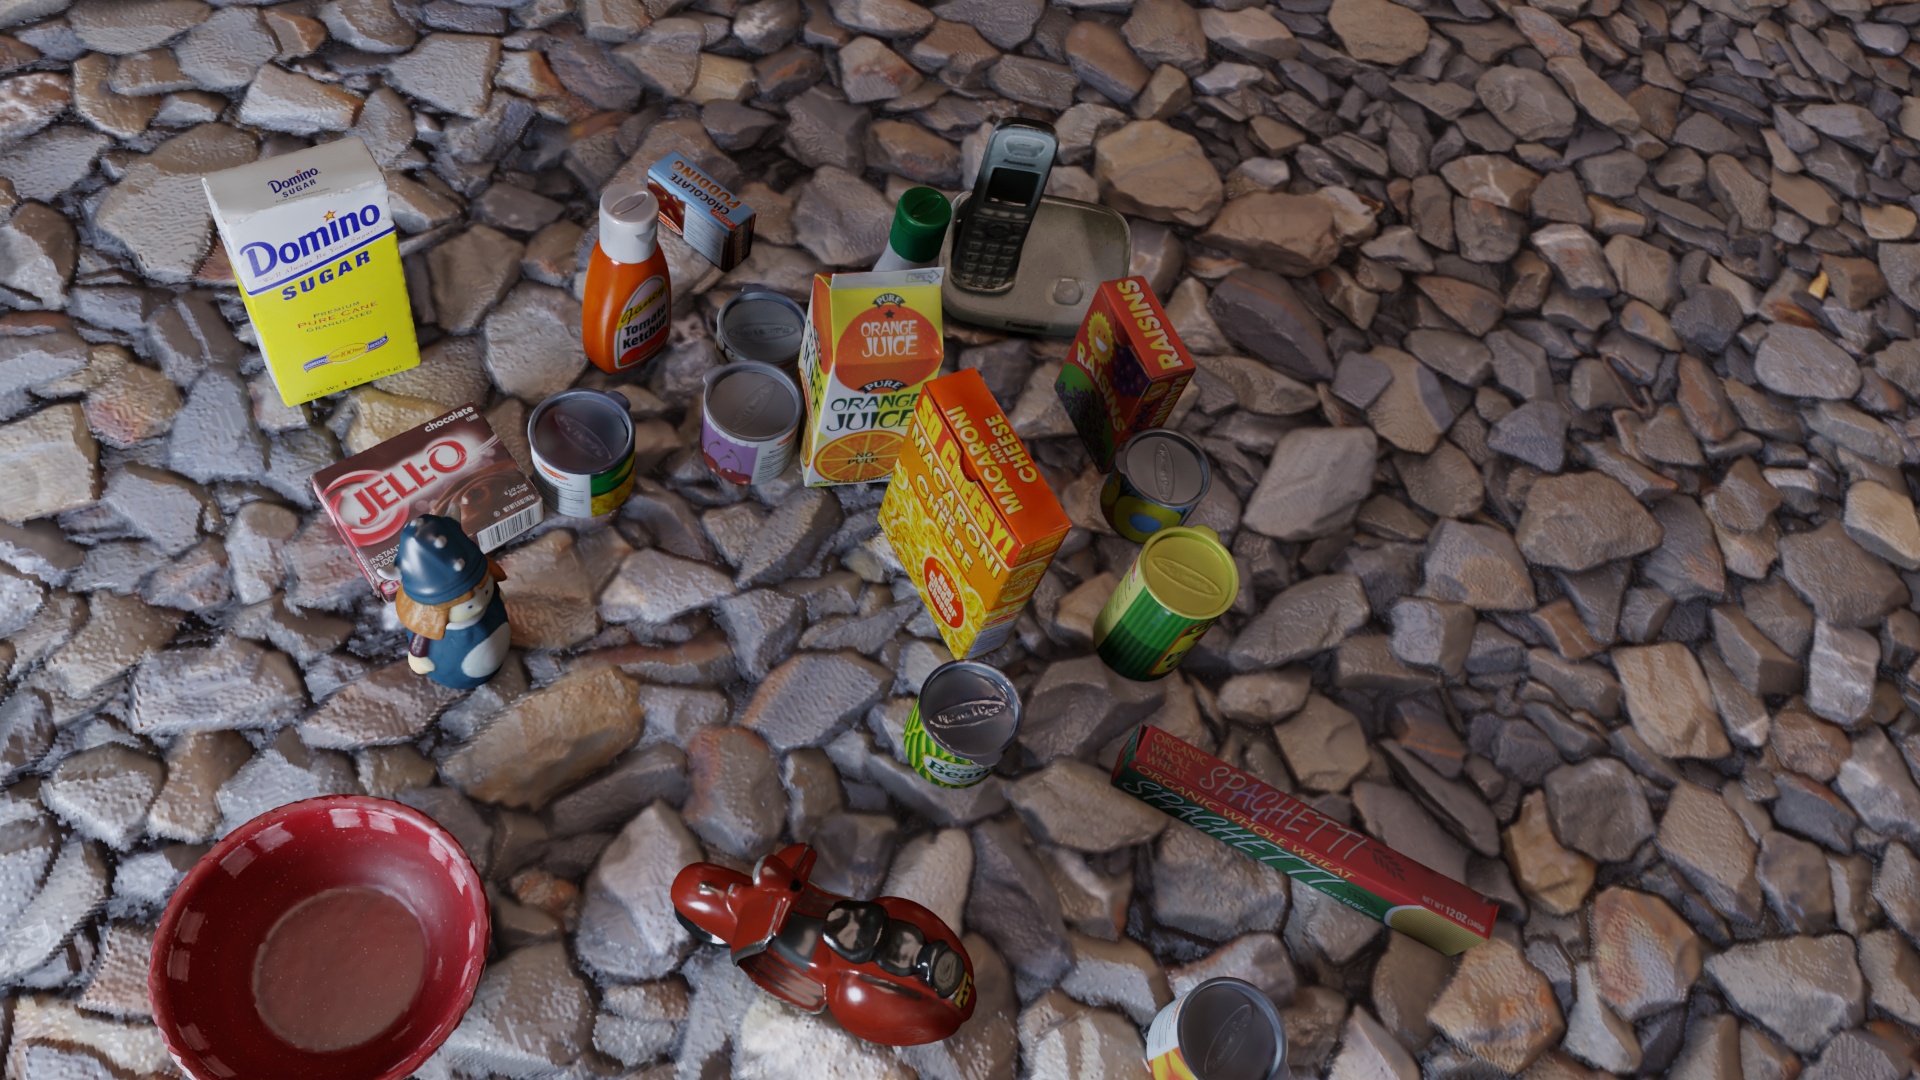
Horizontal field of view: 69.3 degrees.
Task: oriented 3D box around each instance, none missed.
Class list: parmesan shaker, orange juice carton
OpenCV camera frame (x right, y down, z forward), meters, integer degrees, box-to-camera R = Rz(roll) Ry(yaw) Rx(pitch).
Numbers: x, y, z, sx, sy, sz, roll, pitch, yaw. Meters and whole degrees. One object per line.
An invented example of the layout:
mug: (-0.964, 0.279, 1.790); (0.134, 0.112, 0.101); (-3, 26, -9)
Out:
parmesan shaker: (0.136, 0.042, 0.921); (0.071, 0.102, 0.071); (6, 60, -10)
orange juice carton: (-0.062, -0.115, 0.910); (0.072, 0.191, 0.073); (-5, 63, -17)

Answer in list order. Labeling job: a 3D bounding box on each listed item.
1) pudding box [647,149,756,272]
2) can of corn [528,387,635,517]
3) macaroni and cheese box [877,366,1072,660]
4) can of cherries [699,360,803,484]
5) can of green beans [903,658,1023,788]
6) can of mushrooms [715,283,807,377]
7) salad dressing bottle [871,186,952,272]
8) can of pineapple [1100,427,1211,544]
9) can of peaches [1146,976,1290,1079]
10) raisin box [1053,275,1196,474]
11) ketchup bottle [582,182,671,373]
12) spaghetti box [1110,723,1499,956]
pudding box: (-0.194, -0.246, 1.036); (0.084, 0.049, 0.030); (38, 59, 9)
can of corn: (-0.245, -0.058, 0.910); (0.071, 0.058, 0.071); (6, 60, -10)
macaroni and cheese box: (0.003, -0.011, 0.881); (0.040, 0.165, 0.124); (-21, 68, -23)
can of cherries: (-0.145, -0.082, 0.949); (0.071, 0.058, 0.072); (6, 60, -10)
can of green beans: (0.001, 0.116, 0.871); (0.071, 0.057, 0.071); (6, 60, -10)
can of mushrooms: (-0.143, -0.148, 1.002); (0.071, 0.033, 0.071); (6, 60, -10)
salad dressing bottle: (-0.039, -0.187, 0.983); (0.044, 0.147, 0.064); (43, 60, 12)
can of pineapple: (0.137, -0.039, 0.994); (0.071, 0.057, 0.071); (6, 60, -10)
can of peaches: (0.149, 0.295, 0.805); (0.071, 0.057, 0.071); (6, 60, -10)
raisin box: (0.115, -0.117, 0.995); (0.040, 0.122, 0.086); (-15, 66, -21)
ketchup bottle: (-0.223, -0.176, 0.931); (0.043, 0.148, 0.065); (42, 60, 11)
spaghetti box: (0.216, 0.191, 0.886); (0.250, 0.050, 0.029); (27, 58, 2)
